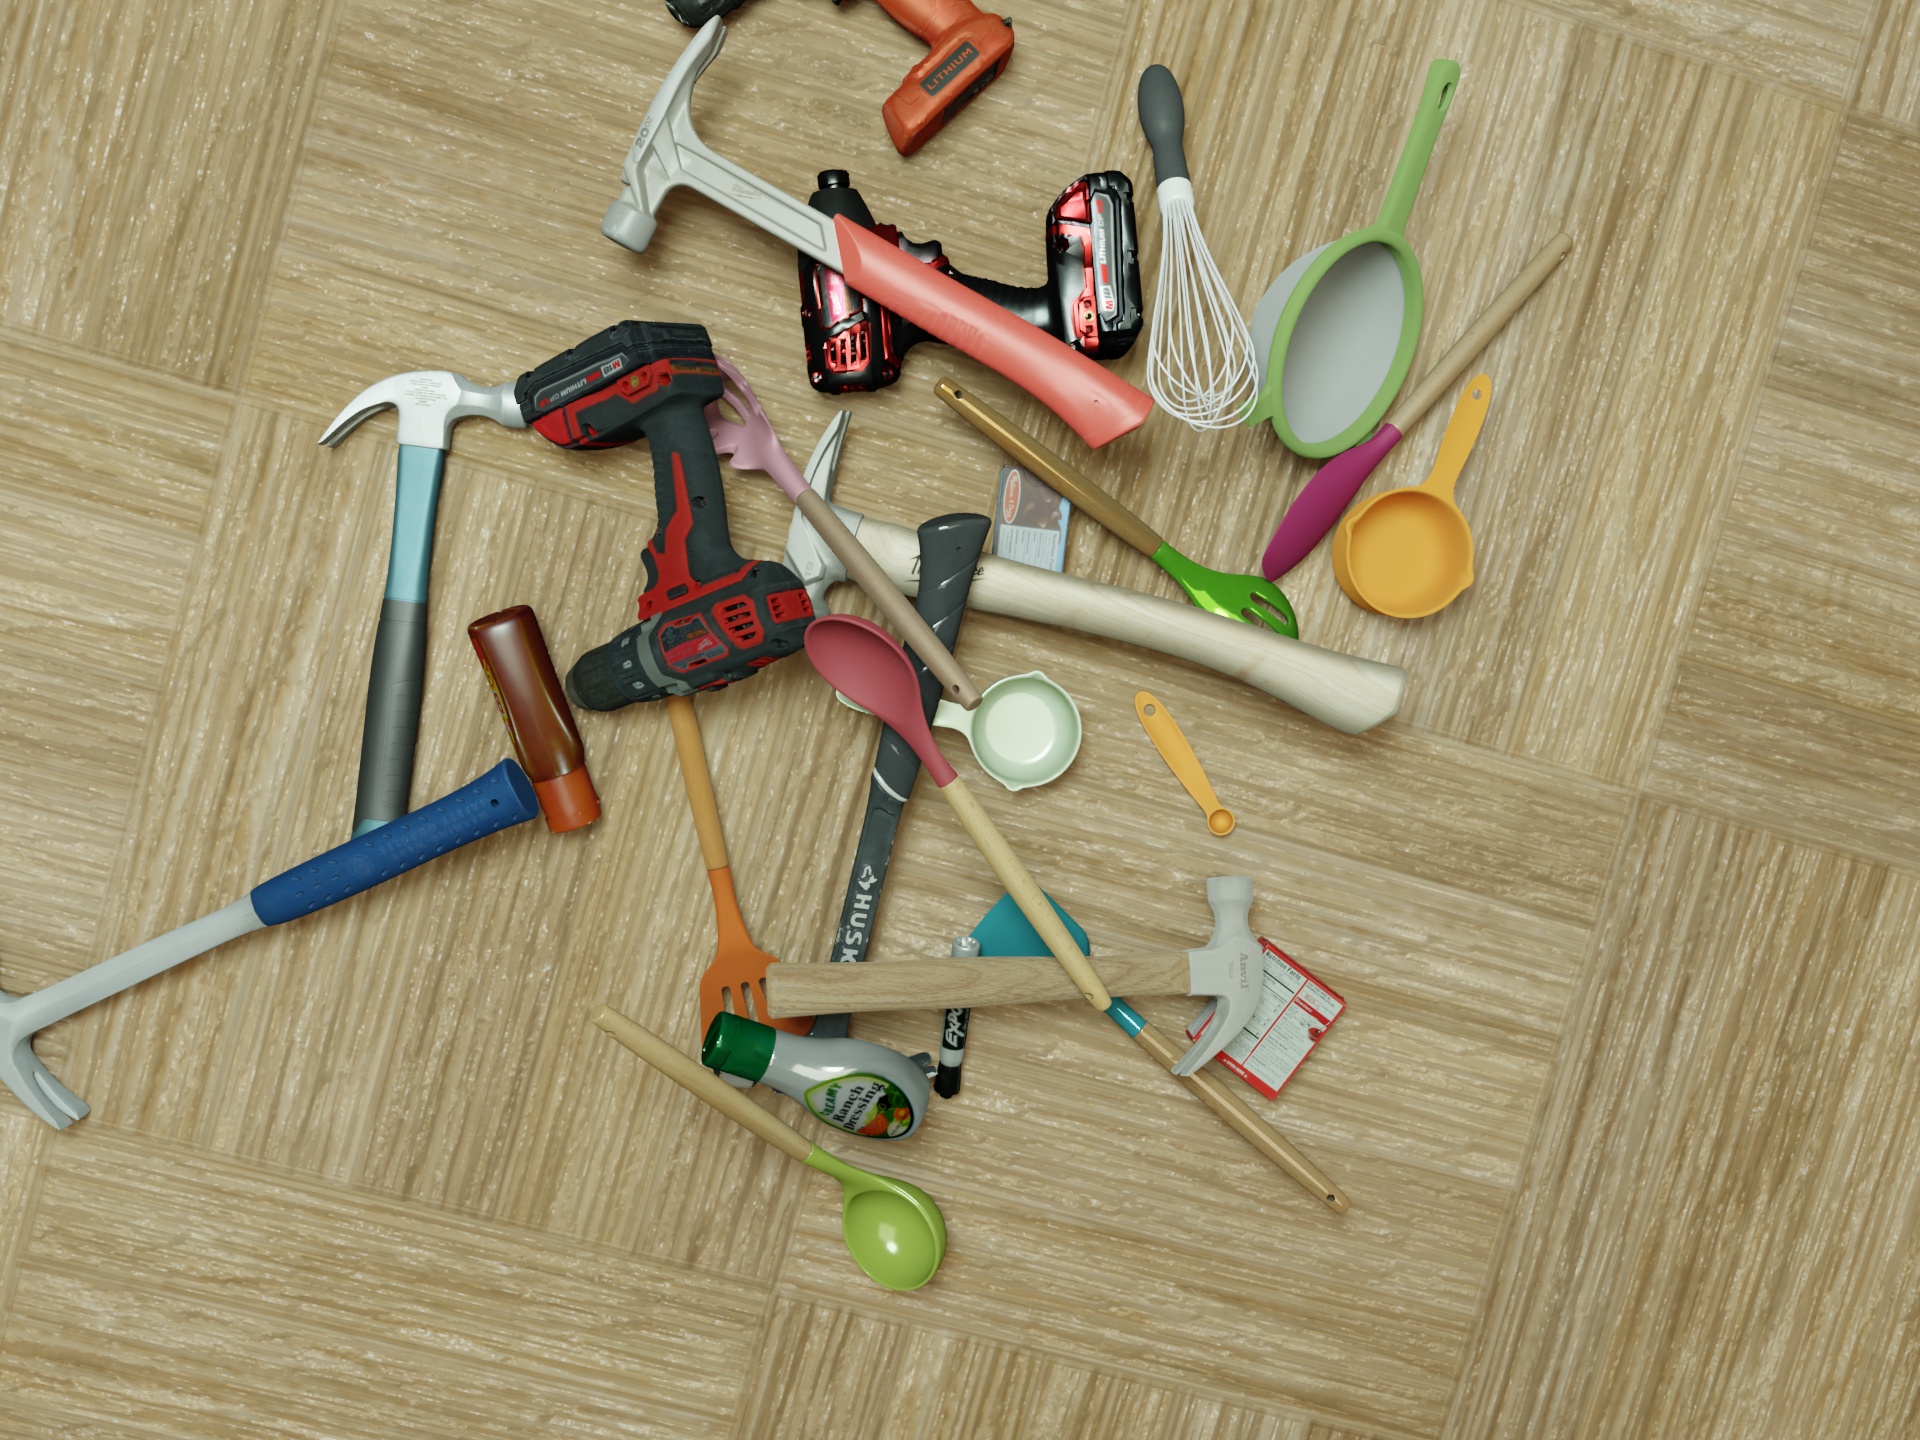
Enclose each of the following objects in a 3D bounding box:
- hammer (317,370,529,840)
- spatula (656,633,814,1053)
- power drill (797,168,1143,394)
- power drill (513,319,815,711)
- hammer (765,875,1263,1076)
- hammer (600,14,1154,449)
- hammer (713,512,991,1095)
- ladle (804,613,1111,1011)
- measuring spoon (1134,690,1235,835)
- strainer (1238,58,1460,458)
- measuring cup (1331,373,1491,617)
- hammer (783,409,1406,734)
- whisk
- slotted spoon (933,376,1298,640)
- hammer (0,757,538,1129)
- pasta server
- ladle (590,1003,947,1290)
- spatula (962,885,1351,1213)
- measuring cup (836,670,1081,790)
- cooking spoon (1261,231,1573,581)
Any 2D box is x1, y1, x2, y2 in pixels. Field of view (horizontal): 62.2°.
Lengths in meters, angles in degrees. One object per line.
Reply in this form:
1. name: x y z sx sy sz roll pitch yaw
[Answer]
1. hammer: -0.366 -0.065 1.049 0.128 0.033 0.331 7 94 -6
2. spatula: -0.170 0.076 1.081 0.081 0.041 0.322 -13 91 -5
3. power drill: 0.003 -0.294 1.041 0.219 0.078 0.143 -6 95 -1
4. power drill: -0.204 -0.121 1.018 0.188 0.080 0.227 -18 91 30
5. hammer: 0.039 0.173 1.046 0.331 0.031 0.130 -1 82 -10
6. hammer: -0.037 -0.283 0.990 0.359 0.037 0.149 29 96 -1
7. hammer: -0.045 0.063 1.040 0.149 0.036 0.409 11 103 -17
8. ladle: 0.007 0.059 0.996 0.315 0.069 0.031 55 47 -12
9. measuring spoon: 0.155 0.029 1.109 0.021 0.011 0.117 -33 92 -1
10. strainer: 0.249 -0.302 1.035 0.151 0.069 0.256 4 110 -46
11. measuring cup: 0.315 -0.153 1.086 0.095 0.052 0.173 23 90 -6
12. hammer: 0.088 -0.082 1.036 0.410 0.038 0.146 16 102 5
13. whisk: 0.143 -0.308 1.015 0.070 0.070 0.285 -3 67 -4
14. slotted spoon: 0.109 -0.128 1.059 0.313 0.031 0.070 35 79 -13
15. hammer: -0.461 0.131 1.033 0.405 0.035 0.144 -24 96 5
16. pasta server: -0.088 -0.122 1.002 0.316 0.040 0.060 51 123 22
17. ladle: -0.120 0.276 1.021 0.078 0.062 0.319 -22 129 32
18. spatula: 0.140 0.233 1.089 0.317 0.044 0.082 40 101 4
19. measuring cup: -0.002 -0.003 1.080 0.167 0.038 0.083 12 93 -3
20. cooking spoon: 0.312 -0.216 1.083 0.017 0.068 0.319 39 84 30
